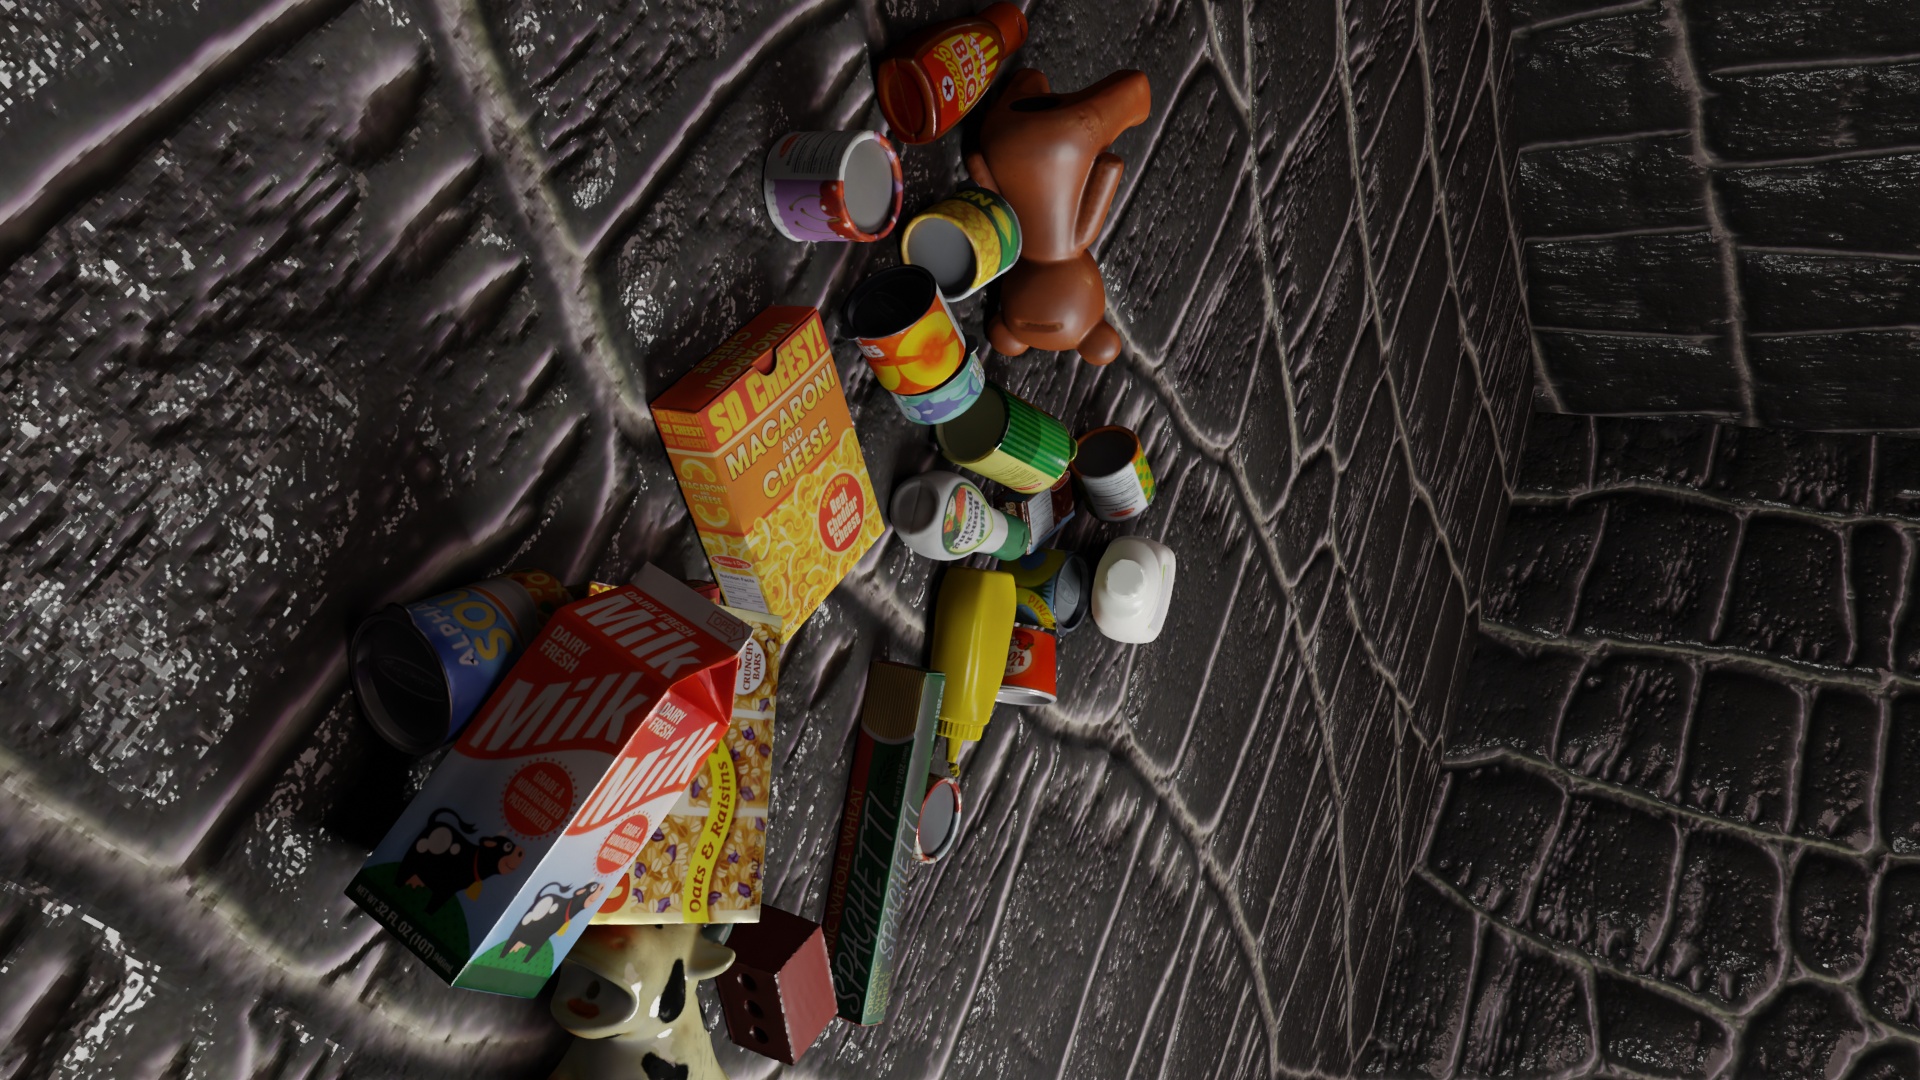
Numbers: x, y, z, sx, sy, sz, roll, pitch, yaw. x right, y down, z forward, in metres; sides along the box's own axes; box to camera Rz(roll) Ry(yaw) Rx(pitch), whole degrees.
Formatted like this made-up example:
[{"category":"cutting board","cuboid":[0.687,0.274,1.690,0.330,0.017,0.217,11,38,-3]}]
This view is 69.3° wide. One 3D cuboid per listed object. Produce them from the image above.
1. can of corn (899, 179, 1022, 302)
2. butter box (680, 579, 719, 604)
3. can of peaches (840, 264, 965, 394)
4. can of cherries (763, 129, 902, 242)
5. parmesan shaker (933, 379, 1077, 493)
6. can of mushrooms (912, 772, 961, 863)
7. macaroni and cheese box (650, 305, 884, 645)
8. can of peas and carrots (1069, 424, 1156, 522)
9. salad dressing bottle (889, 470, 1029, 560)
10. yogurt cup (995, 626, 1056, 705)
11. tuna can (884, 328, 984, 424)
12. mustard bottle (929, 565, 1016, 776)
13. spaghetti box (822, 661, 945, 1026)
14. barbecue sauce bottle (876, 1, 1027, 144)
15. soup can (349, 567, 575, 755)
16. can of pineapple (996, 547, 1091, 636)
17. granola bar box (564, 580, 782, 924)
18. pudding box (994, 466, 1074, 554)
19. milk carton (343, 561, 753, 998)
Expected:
[{"category":"can of corn","cuboid":[-0.001,-0.208,0.963,0.058,0.071,0.071,-43,132,-47]},{"category":"butter box","cuboid":[-0.164,0.077,0.794,0.053,0.024,0.103,-13,107,-57]},{"category":"can of peaches","cuboid":[-0.038,-0.138,0.918,0.071,0.071,0.058,-65,146,-26]},{"category":"can of cherries","cuboid":[-0.075,-0.213,0.843,0.072,0.058,0.071,-19,113,-56]},{"category":"parmesan shaker","cuboid":[0.035,-0.079,1.047,0.103,0.071,0.071,21,79,-59]},{"category":"can of mushrooms","cuboid":[-0.030,0.205,1.041,0.071,0.033,0.071,-22,116,-55]},{"category":"macaroni and cheese box","cuboid":[-0.110,-0.041,0.842,0.124,0.040,0.165,-51,138,-42]},{"category":"can of peas and carrots","cuboid":[0.133,-0.061,1.225,0.071,0.071,0.058,-62,144,-30]},{"category":"salad dressing bottle","cuboid":[0.004,-0.013,1.037,0.147,0.044,0.064,17,84,-60]},{"category":"yogurt cup","cuboid":[0.046,0.101,1.117,0.072,0.072,0.054,33,61,-57]},{"category":"tuna can","cuboid":[-0.016,-0.115,0.954,0.071,0.071,0.032,-65,147,-27]},{"category":"mustard bottle","cuboid":[0.003,0.100,1.057,0.065,0.049,0.160,14,86,-59]},{"category":"spaghetti box","cuboid":[-0.058,0.211,0.978,0.028,0.050,0.250,17,82,-57]},{"category":"barbecue sauce bottle","cuboid":[-0.002,-0.329,0.955,0.149,0.043,0.064,-51,137,-42]},{"category":"soup can","cuboid":[-0.225,0.051,0.642,0.084,0.071,0.071,-25,118,-56]},{"category":"can of pineapple","cuboid":[0.067,0.040,1.141,0.071,0.058,0.070,-20,114,-56]},{"category":"granola bar box","cuboid":[-0.158,0.113,0.725,0.124,0.039,0.166,15,73,-43]},{"category":"pudding box","cuboid":[0.062,-0.027,1.146,0.084,0.030,0.049,-40,128,-49]},{"category":"milk carton","cuboid":[-0.174,0.102,0.625,0.191,0.072,0.073,-56,157,-12]}]
